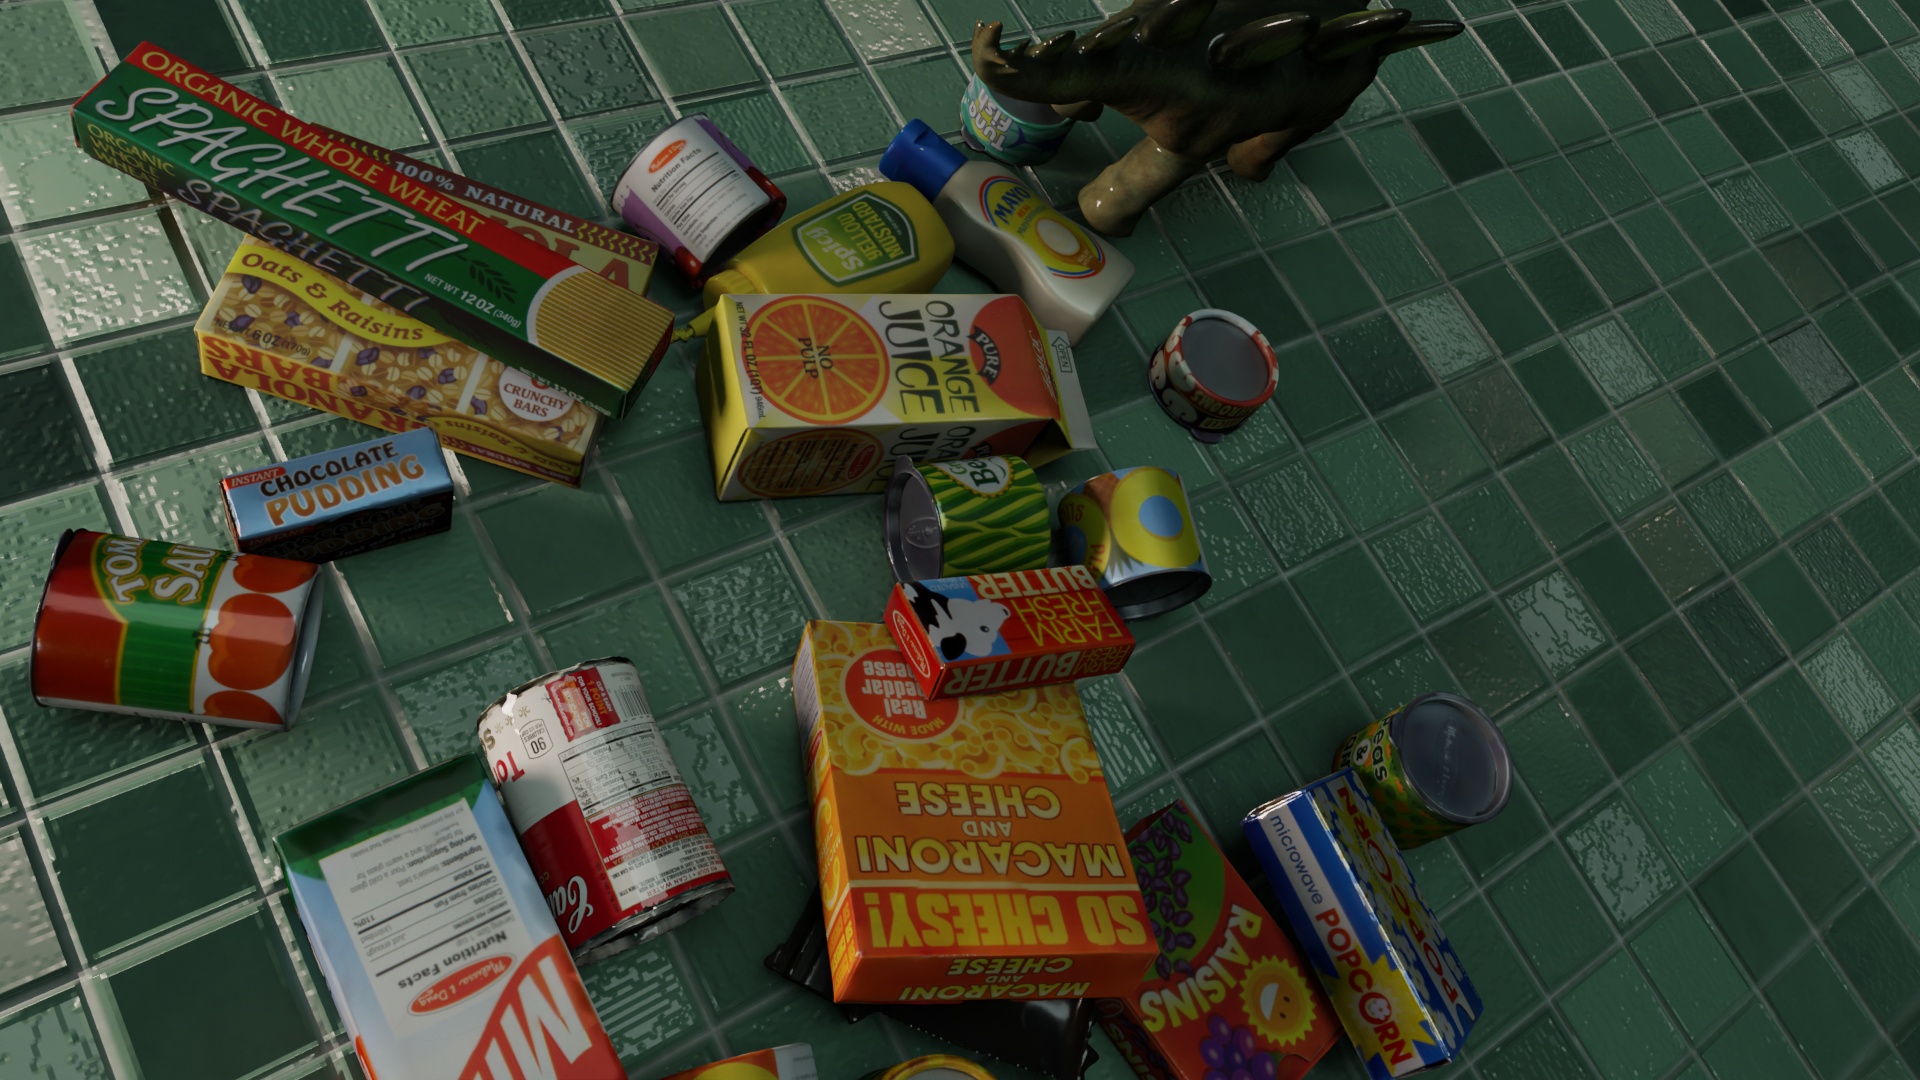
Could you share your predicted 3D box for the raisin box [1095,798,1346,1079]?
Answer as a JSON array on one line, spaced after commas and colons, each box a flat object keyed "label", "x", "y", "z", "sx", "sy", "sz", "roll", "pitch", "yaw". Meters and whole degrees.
[{"label": "raisin box", "x": 0.101, "y": 0.191, "z": 0.615, "sx": 0.086, "sy": 0.040, "sz": 0.123, "roll": -32, "pitch": 80, "yaw": -32}]

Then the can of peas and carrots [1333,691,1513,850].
[{"label": "can of peas and carrots", "x": 0.227, "y": 0.115, "z": 0.693, "sx": 0.071, "sy": 0.058, "sz": 0.071, "roll": 9, "pitch": 62, "yaw": -17}]

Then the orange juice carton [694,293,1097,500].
[{"label": "orange juice carton", "x": -0.025, "y": -0.071, "z": 0.677, "sx": 0.193, "sy": 0.072, "sz": 0.072, "roll": -4, "pitch": 66, "yaw": -24}]

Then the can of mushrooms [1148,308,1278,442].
[{"label": "can of mushrooms", "x": 0.143, "y": -0.093, "z": 0.779, "sx": 0.071, "sy": 0.033, "sz": 0.071, "roll": 10, "pitch": 61, "yaw": -18}]

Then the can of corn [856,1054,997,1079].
[{"label": "can of corn", "x": -0.013, "y": 0.234, "z": 0.535, "sx": 0.071, "sy": 0.058, "sz": 0.071, "roll": 9, "pitch": 62, "yaw": -18}]

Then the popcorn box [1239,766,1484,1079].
[{"label": "popcorn box", "x": 0.184, "y": 0.171, "z": 0.635, "sx": 0.085, "sy": 0.038, "sz": 0.127, "roll": 4, "pitch": 56, "yaw": -61}]

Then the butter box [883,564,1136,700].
[{"label": "butter box", "x": 0.023, "y": 0.040, "z": 0.622, "sx": 0.104, "sy": 0.024, "sz": 0.053, "roll": -4, "pitch": 44, "yaw": -30}]

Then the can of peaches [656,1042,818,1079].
[{"label": "can of peaches", "x": -0.083, "y": 0.222, "z": 0.509, "sx": 0.071, "sy": 0.071, "sz": 0.058, "roll": -6, "pitch": 67, "yaw": -24}]

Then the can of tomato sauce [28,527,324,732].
[{"label": "can of tomato sauce", "x": -0.289, "y": 0.033, "z": 0.520, "sx": 0.083, "sy": 0.071, "sz": 0.071, "roll": 10, "pitch": 62, "yaw": -18}]

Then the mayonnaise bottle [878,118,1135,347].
[{"label": "mayonnaise bottle", "x": 0.023, "y": -0.173, "z": 0.766, "sx": 0.148, "sy": 0.041, "sz": 0.065, "roll": 38, "pitch": 54, "yaw": -1}]

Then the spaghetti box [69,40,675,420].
[{"label": "spaghetti box", "x": -0.247, "y": -0.131, "z": 0.596, "sx": 0.250, "sy": 0.028, "sz": 0.050, "roll": 27, "pitch": 58, "yaw": -8}]

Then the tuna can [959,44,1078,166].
[{"label": "tuna can", "x": 0.034, "y": -0.256, "z": 0.818, "sx": 0.071, "sy": 0.032, "sz": 0.071, "roll": 10, "pitch": 61, "yaw": -18}]

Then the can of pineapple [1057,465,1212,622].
[{"label": "can of pineapple", "x": 0.084, "y": 0.003, "z": 0.687, "sx": 0.071, "sy": 0.070, "sz": 0.058, "roll": -2, "pitch": 66, "yaw": -23}]

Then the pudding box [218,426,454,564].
[{"label": "pudding box", "x": -0.254, "y": -0.015, "z": 0.570, "sx": 0.084, "sy": 0.049, "sz": 0.030, "roll": -18, "pitch": 74, "yaw": -28}]

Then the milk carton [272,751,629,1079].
[{"label": "milk carton", "x": -0.169, "y": 0.181, "z": 0.492, "sx": 0.074, "sy": 0.072, "sz": 0.191, "roll": -23, "pitch": 74, "yaw": -29}]

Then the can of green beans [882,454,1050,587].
[{"label": "can of green beans", "x": 0.002, "y": -0.006, "z": 0.658, "sx": 0.058, "sy": 0.071, "sz": 0.071, "roll": -8, "pitch": 68, "yaw": -26}]

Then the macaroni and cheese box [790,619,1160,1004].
[{"label": "macaroni and cheese box", "x": 0.000, "y": 0.110, "z": 0.582, "sx": 0.124, "sy": 0.040, "sz": 0.167, "roll": 5, "pitch": 41, "yaw": -19}]

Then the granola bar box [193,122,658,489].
[{"label": "granola bar box", "x": -0.235, "y": -0.107, "z": 0.630, "sx": 0.165, "sy": 0.039, "sz": 0.125, "roll": 18, "pitch": 59, "yaw": -13}]

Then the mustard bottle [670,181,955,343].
[{"label": "mustard bottle", "x": -0.077, "y": -0.130, "z": 0.700, "sx": 0.161, "sy": 0.048, "sz": 0.065, "roll": -32, "pitch": 78, "yaw": -31}]

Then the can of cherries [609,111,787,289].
[{"label": "can of cherries", "x": -0.128, "y": -0.167, "z": 0.688, "sx": 0.058, "sy": 0.071, "sz": 0.072, "roll": 45, "pitch": 57, "yaw": -1}]
